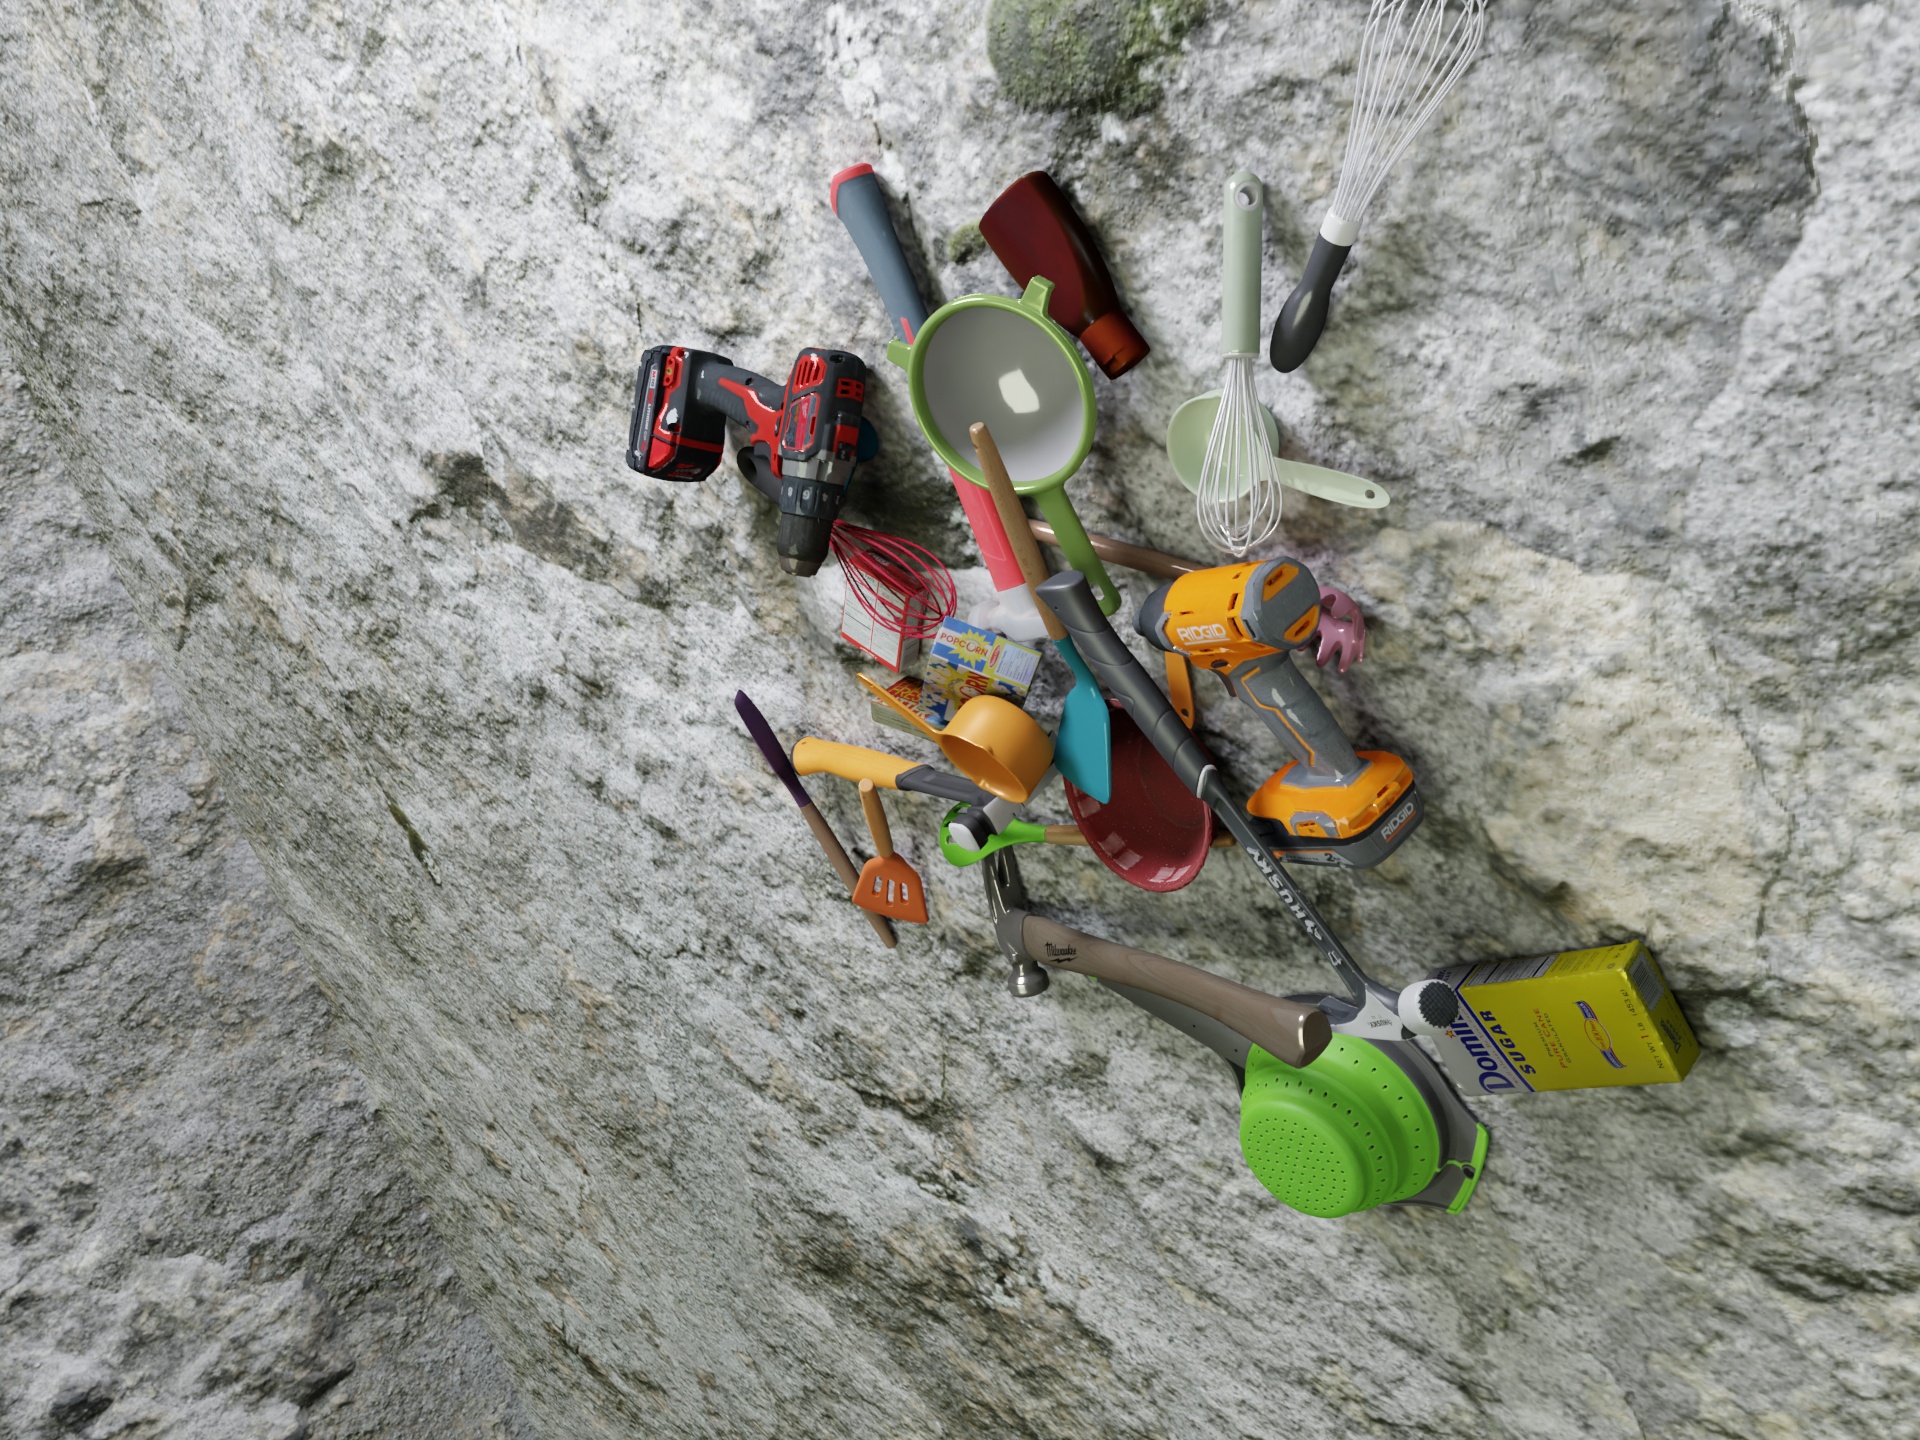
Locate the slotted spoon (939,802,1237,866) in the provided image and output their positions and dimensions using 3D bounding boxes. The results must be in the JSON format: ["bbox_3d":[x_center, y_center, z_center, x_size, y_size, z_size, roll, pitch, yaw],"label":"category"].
[{"bbox_3d":[0.098,0.097,1.371,0.314,0.070,0.031,-1,155,39],"label":"slotted spoon"}]

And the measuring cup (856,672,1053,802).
[{"bbox_3d":[-0.002,-0.004,1.285,0.174,0.052,0.095,36,162,11],"label":"measuring cup"}]

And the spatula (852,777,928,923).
[{"bbox_3d":[-0.073,0.121,1.464,0.081,0.041,0.322,15,160,9],"label":"spatula"}]

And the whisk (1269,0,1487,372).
[{"bbox_3d":[0.242,-0.326,0.954,0.070,0.070,0.284,39,141,19],"label":"whisk"}]

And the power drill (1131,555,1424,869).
[{"bbox_3d":[0.216,-0.008,1.127,0.164,0.084,0.226,-2,124,59],"label":"power drill"}]

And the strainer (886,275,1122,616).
[{"bbox_3d":[0.066,-0.199,1.163,0.151,0.069,0.256,-13,114,40],"label":"strainer"}]

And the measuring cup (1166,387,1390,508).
[{"bbox_3d":[0.220,-0.177,1.080,0.168,0.038,0.083,23,129,30],"label":"measuring cup"}]

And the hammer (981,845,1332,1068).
[{"bbox_3d":[0.146,0.197,1.308,0.411,0.038,0.146,8,115,58],"label":"hammer"}]

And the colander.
[{"bbox_3d":[0.231,0.300,1.330,0.397,0.094,0.204,27,131,29],"label":"colander"}]

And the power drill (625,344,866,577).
[{"bbox_3d":[-0.182,-0.229,1.364,0.227,0.080,0.188,15,99,36],"label":"power drill"}]

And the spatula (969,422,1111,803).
[{"bbox_3d":[0.059,-0.079,1.191,0.082,0.044,0.317,37,156,54],"label":"spatula"}]

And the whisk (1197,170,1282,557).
[{"bbox_3d":[0.182,-0.230,1.036,0.059,0.058,0.246,-131,41,-79],"label":"whisk"}]

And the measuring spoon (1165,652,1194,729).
[{"bbox_3d":[0.170,-0.045,1.235,0.021,0.011,0.116,16,129,44],"label":"measuring spoon"}]

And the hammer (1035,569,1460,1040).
[{"bbox_3d":[0.186,0.060,1.134,0.409,0.036,0.149,53,156,3],"label":"hammer"}]

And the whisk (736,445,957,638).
[{"bbox_3d":[-0.106,-0.160,1.372,0.296,0.073,0.073,41,138,32],"label":"whisk"}]

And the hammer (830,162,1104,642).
[{"bbox_3d":[-0.003,-0.246,1.232,0.143,0.038,0.386,-10,104,52],"label":"hammer"}]

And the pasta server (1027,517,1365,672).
[{"bbox_3d":[0.163,-0.106,1.179,0.316,0.040,0.060,21,146,36],"label":"pasta server"}]

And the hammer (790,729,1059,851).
[{"bbox_3d":[-0.049,0.044,1.452,0.337,0.127,0.034,9,135,52],"label":"hammer"}]

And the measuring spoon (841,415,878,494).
[{"bbox_3d":[-0.108,-0.214,1.384,0.042,0.021,0.128,47,139,11],"label":"measuring spoon"}]

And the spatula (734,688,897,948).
[{"bbox_3d":[-0.143,0.102,1.590,0.018,0.060,0.315,-25,110,12],"label":"spatula"}]
